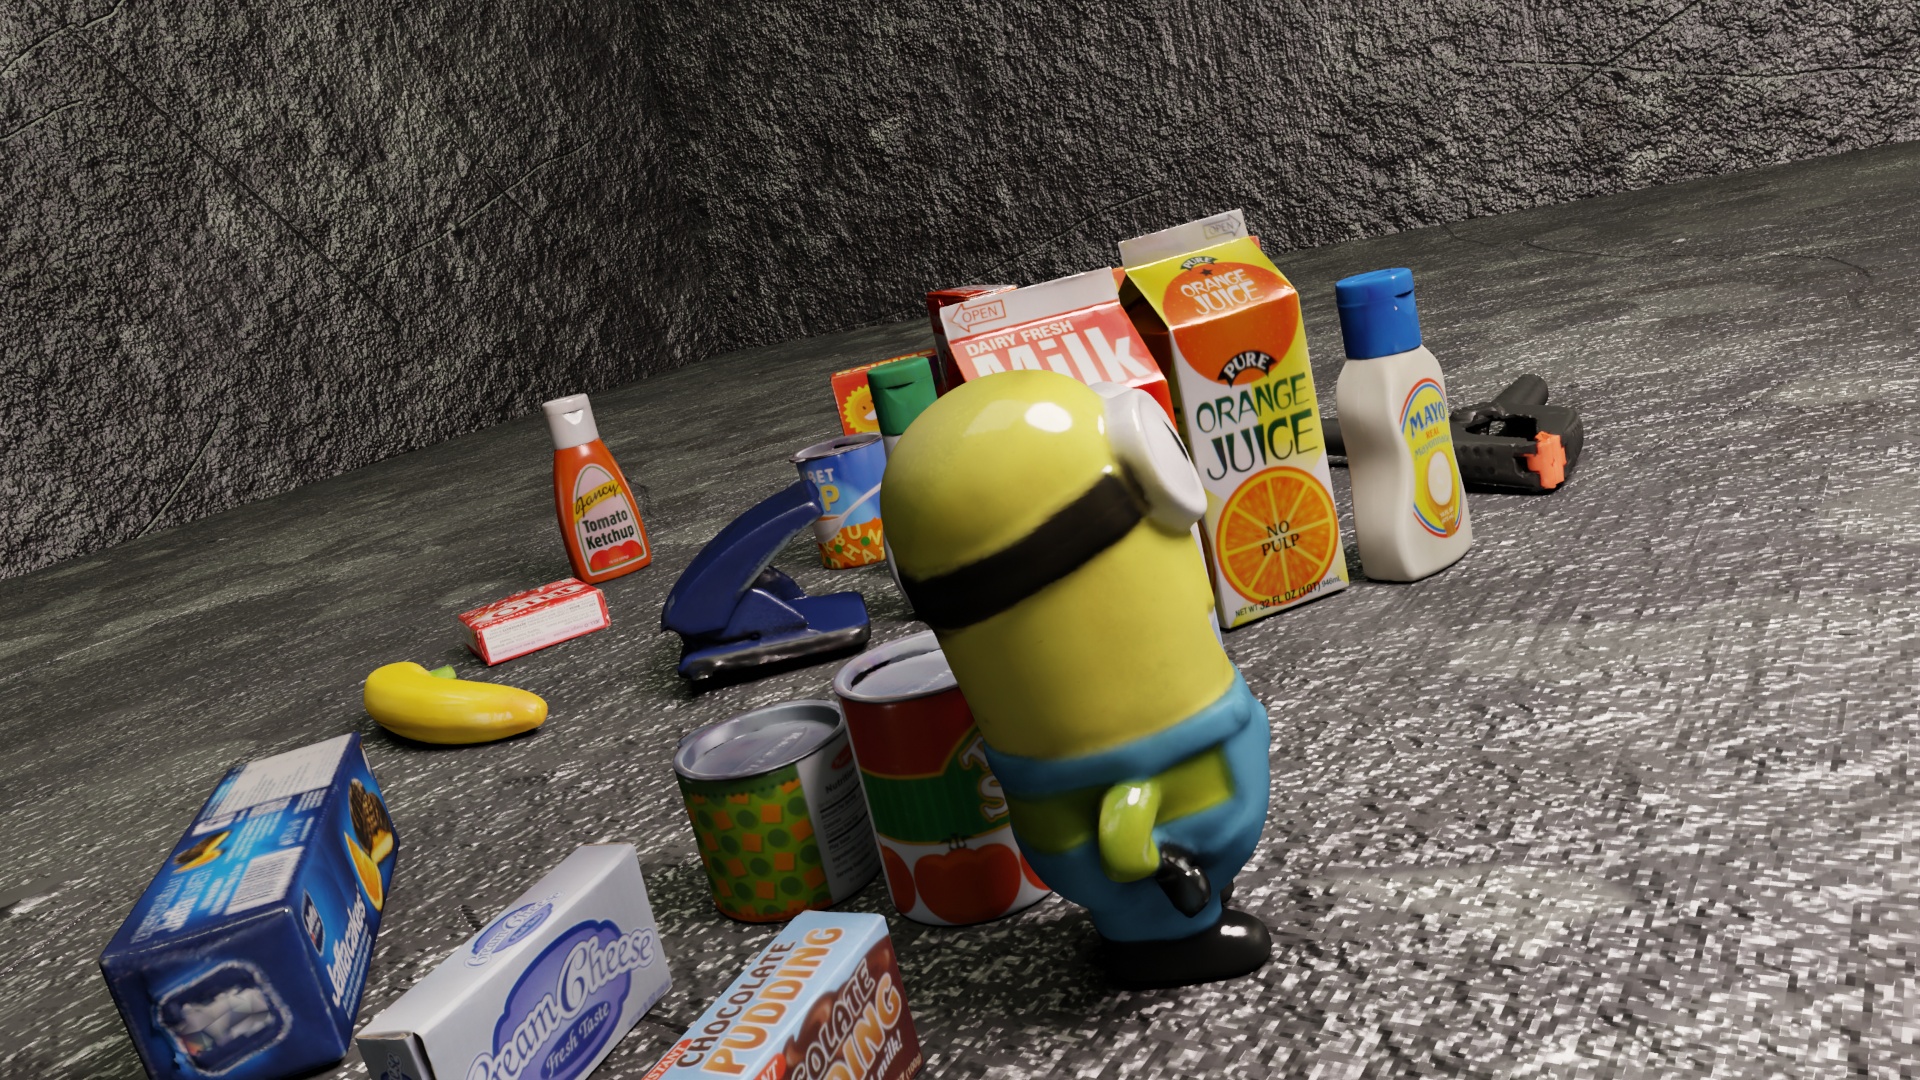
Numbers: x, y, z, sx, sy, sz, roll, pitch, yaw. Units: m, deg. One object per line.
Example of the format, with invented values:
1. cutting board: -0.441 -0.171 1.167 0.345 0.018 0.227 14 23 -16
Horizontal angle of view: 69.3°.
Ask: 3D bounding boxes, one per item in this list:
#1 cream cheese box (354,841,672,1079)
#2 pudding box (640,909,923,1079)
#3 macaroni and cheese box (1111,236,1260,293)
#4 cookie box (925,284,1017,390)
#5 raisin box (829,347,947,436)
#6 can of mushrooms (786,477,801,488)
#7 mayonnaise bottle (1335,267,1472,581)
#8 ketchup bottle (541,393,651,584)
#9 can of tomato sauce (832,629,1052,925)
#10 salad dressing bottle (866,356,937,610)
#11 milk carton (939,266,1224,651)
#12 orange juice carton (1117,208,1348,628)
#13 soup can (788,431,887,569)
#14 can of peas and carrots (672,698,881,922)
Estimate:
1. cream cheese box: -0.128 0.139 0.416 0.024 0.053 0.104 -8 14 24
2. pudding box: -0.045 0.137 0.353 0.030 0.049 0.084 -6 15 28
3. macaroni and cheese box: 0.139 -0.096 0.874 0.124 0.166 0.040 -14 13 -3
4. cookie box: 0.023 -0.099 0.997 0.040 0.167 0.123 -16 13 -11
5. raisin box: -0.045 -0.078 1.074 0.086 0.123 0.040 -14 13 -2
6. can of mushrooms: -0.112 -0.038 1.170 0.071 0.033 0.071 -13 13 3
7. mayonnaise bottle: 0.215 -0.058 0.685 0.065 0.147 0.041 -23 16 -36
8. ketchup bottle: -0.300 -0.043 1.122 0.065 0.148 0.043 -20 15 -27
9. can of tomato sauce: 0.000 0.079 0.475 0.071 0.083 0.071 -13 13 3
10. salad dressing bottle: -0.020 -0.030 0.803 0.064 0.147 0.044 -13 13 3
11. milk carton: 0.047 -0.006 0.544 0.072 0.190 0.073 -16 13 -9
12. orange juice carton: 0.127 -0.061 0.688 0.072 0.192 0.073 -17 13 -17
13. soup can: -0.079 -0.028 0.988 0.071 0.083 0.071 -13 13 3
14. can of peas and carrots: -0.068 0.099 0.513 0.071 0.058 0.071 -13 13 3
